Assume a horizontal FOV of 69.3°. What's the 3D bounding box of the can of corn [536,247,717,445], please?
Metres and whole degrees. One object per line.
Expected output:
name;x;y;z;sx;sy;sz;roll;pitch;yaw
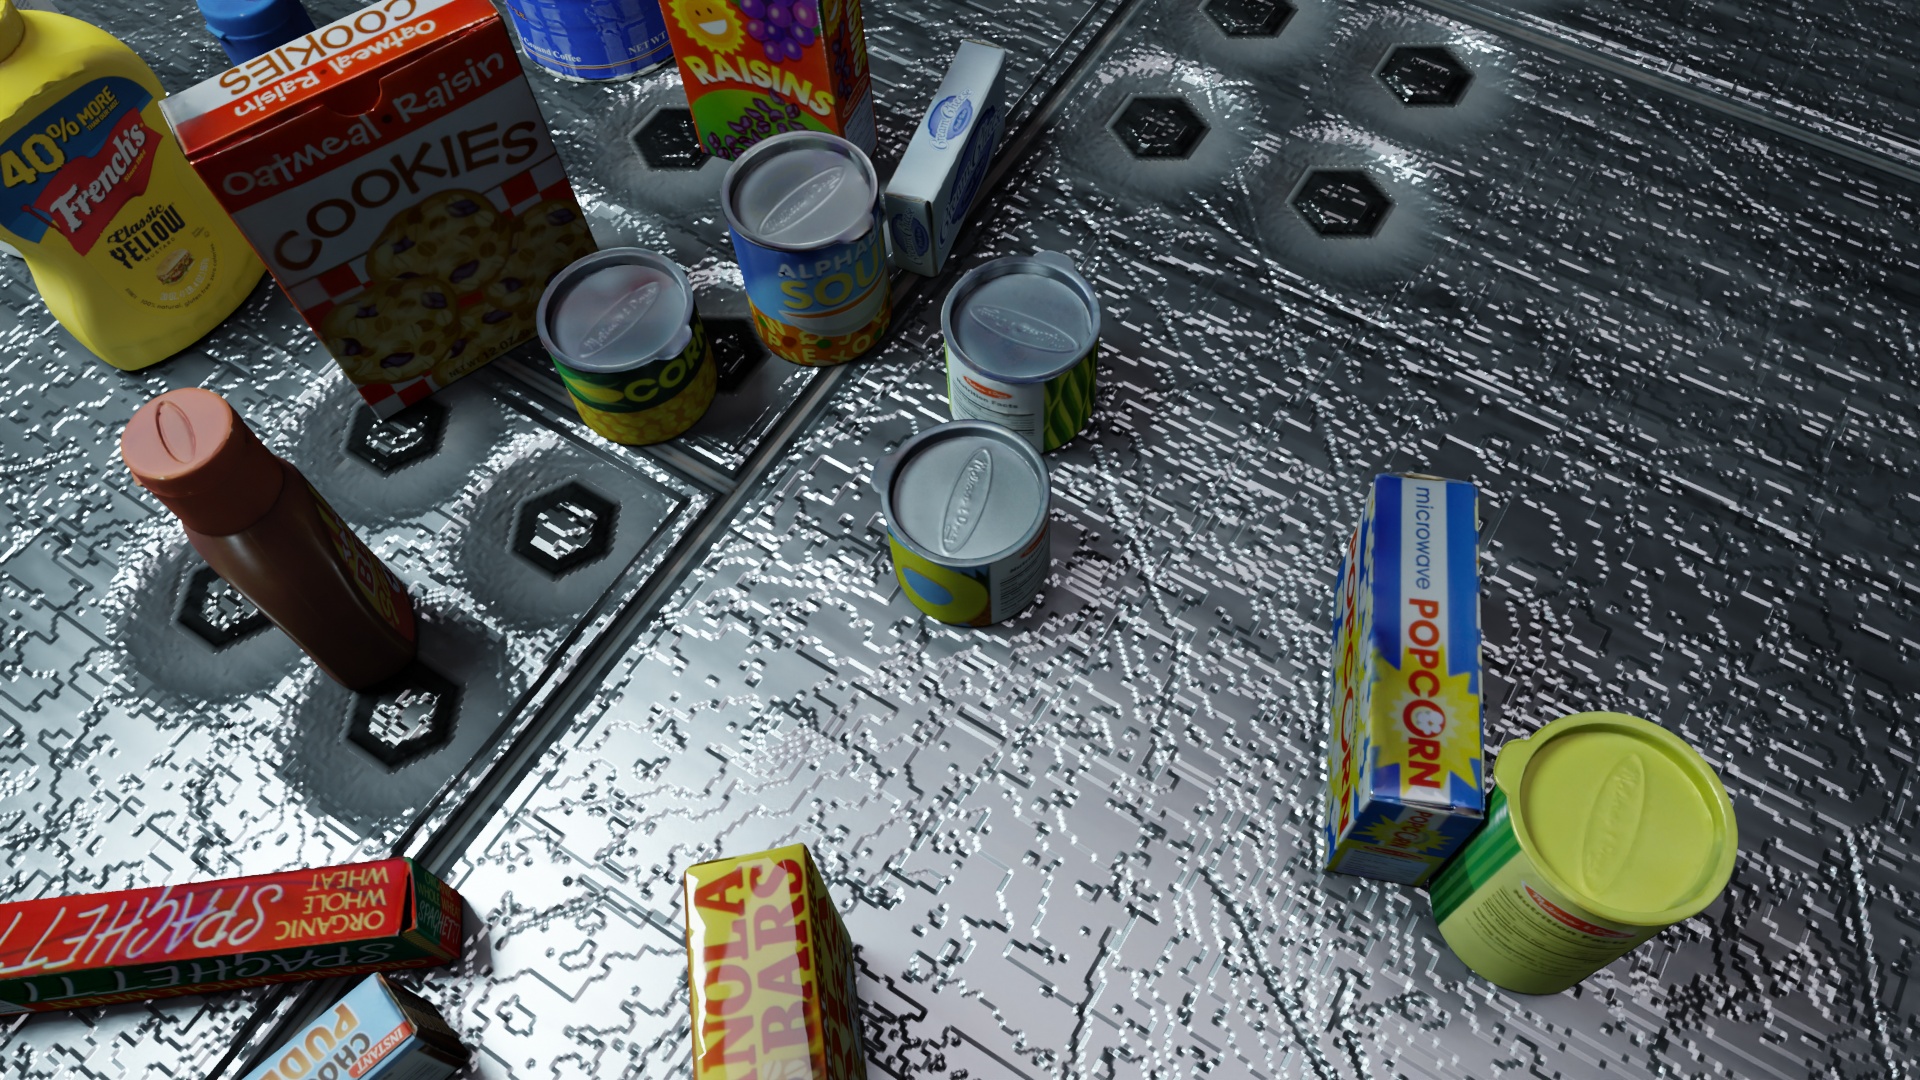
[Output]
can of corn;-0.142;-0.082;0.606;0.071;0.058;0.071;-1;61;2

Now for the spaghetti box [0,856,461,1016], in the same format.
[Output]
spaghetti box;-0.307;0.146;0.491;0.250;0.050;0.029;-7;61;-1

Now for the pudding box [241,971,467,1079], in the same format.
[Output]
pudding box;-0.214;0.188;0.463;0.084;0.049;0.030;-40;67;-18

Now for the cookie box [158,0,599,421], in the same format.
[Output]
cookie box;-0.226;-0.137;0.578;0.123;0.166;0.040;-33;65;-15

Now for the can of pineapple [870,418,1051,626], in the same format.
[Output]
can of pineapple;0.002;-0.007;0.558;0.071;0.057;0.071;-1;61;2

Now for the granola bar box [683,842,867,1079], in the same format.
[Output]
granola bar box;-0.048;0.190;0.412;0.039;0.123;0.166;-9;61;-2

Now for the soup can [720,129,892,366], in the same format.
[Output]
soup can;-0.064;-0.125;0.612;0.071;0.083;0.071;-1;61;2

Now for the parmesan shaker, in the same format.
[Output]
parmesan shaker;0.198;0.105;0.461;0.071;0.102;0.071;-1;61;2

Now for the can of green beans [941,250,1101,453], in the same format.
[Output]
can of green beans;0.026;-0.078;0.597;0.071;0.057;0.071;-1;61;2

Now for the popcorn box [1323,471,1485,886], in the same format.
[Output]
popcorn box;0.159;0.050;0.503;0.038;0.085;0.127;7;62;6

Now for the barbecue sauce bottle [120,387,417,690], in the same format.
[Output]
barbecue sauce bottle;-0.251;0.000;0.513;0.044;0.148;0.065;-30;64;-13

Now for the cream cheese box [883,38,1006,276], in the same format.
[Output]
cream cheese box;-0.005;-0.181;0.658;0.024;0.053;0.104;17;63;12

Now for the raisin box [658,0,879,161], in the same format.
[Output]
raisin box;-0.089;-0.227;0.647;0.086;0.123;0.040;19;64;13

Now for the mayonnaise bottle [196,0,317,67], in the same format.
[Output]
mayonnaise bottle;-0.284;-0.186;0.619;0.065;0.147;0.041;33;68;19
